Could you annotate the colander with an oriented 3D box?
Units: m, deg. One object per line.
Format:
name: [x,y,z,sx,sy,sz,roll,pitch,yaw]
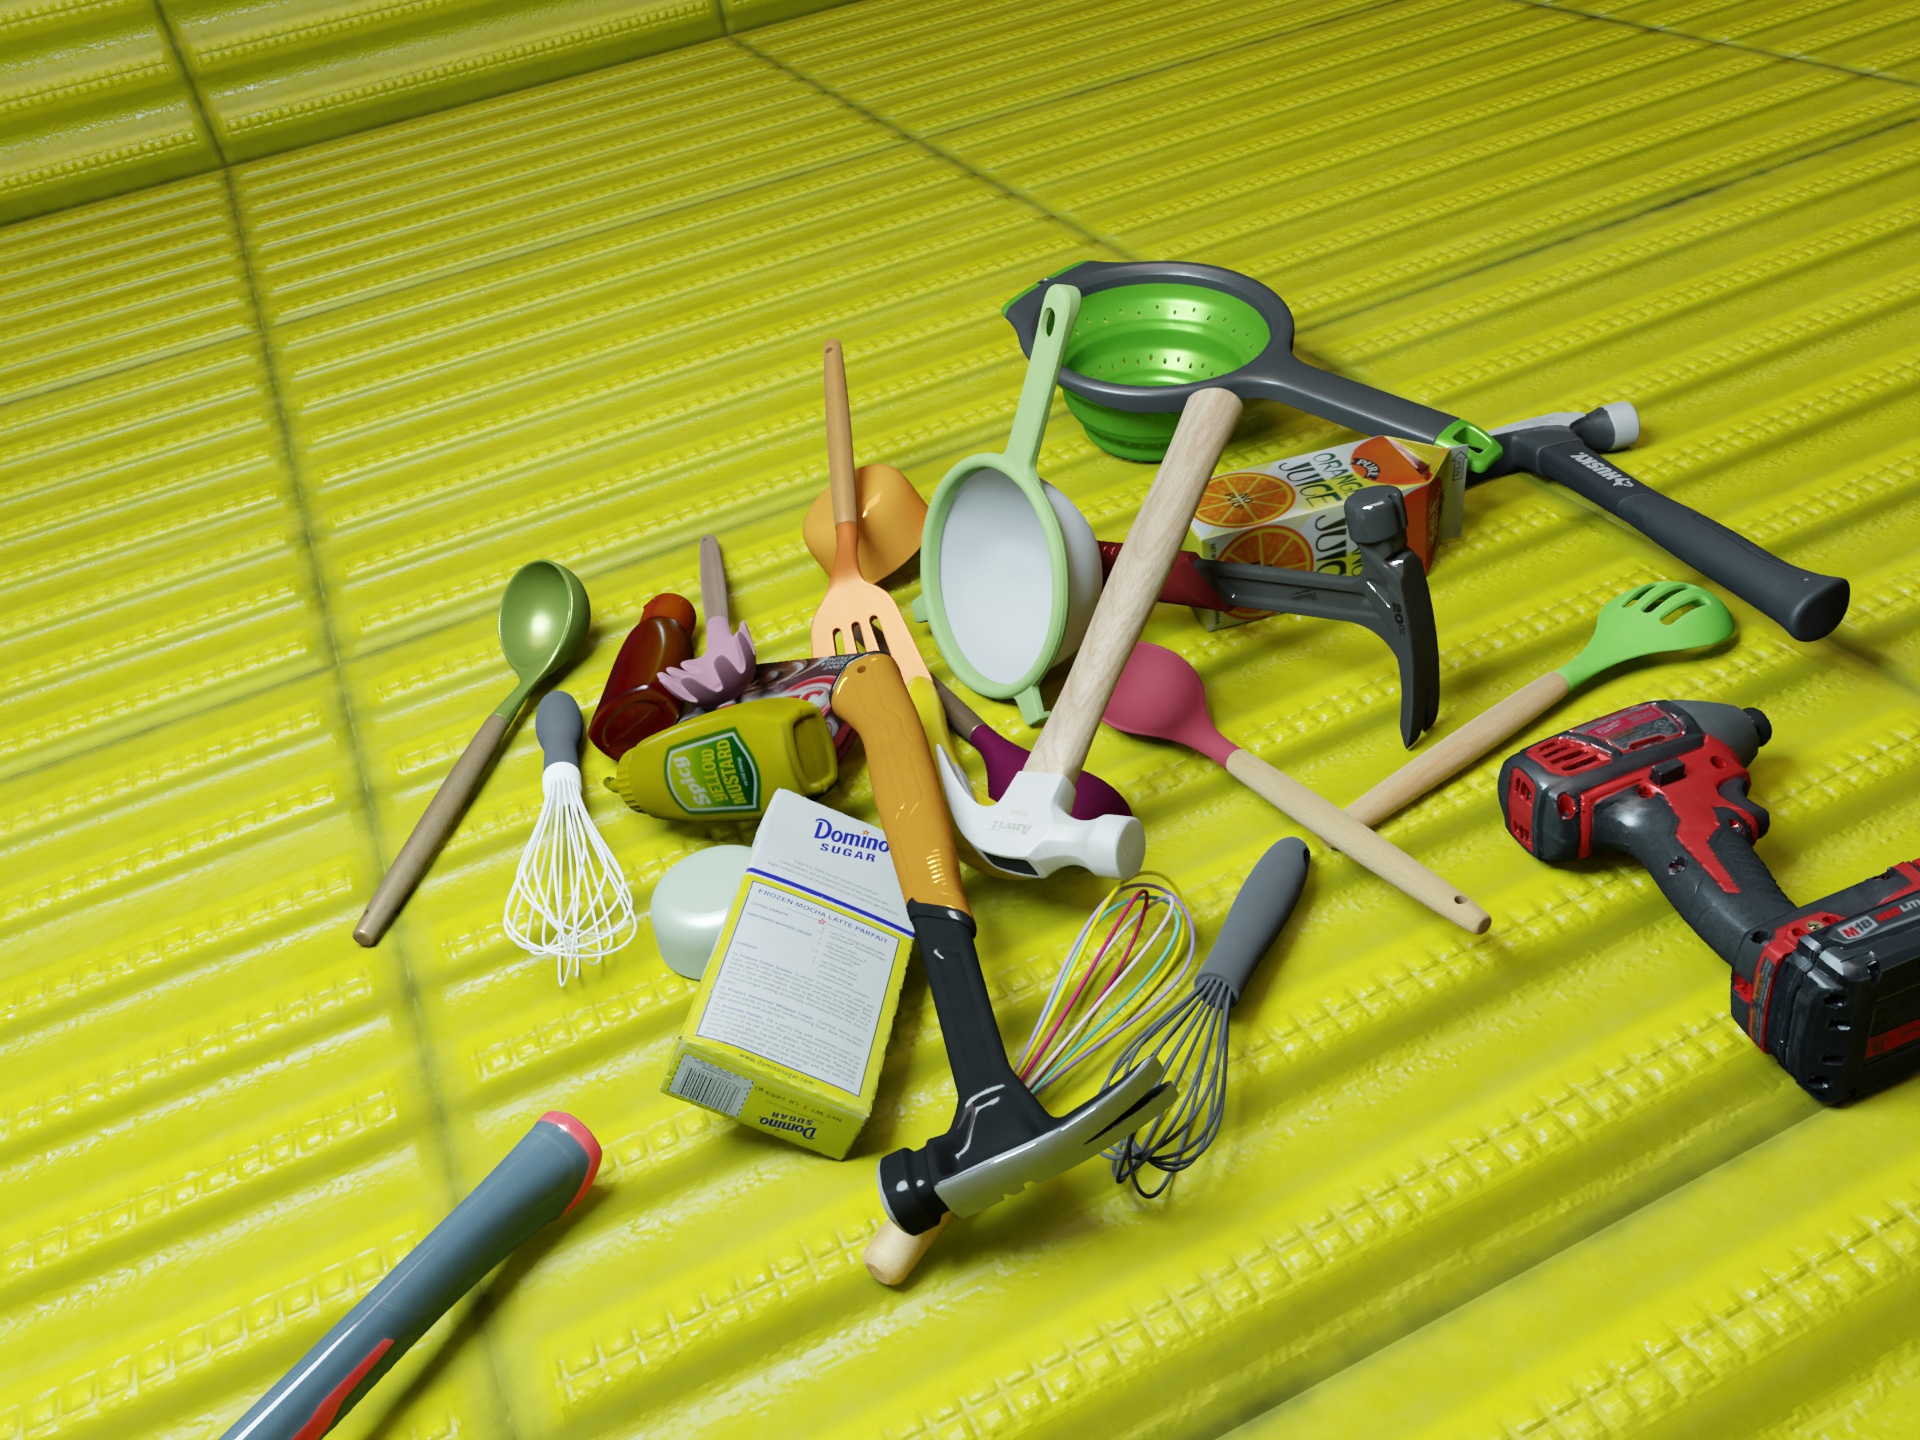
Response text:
colander: [0.207,-0.228,1.166,0.397,0.094,0.204,30,53,33]

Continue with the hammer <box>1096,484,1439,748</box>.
hammer: [0.129,-0.082,0.989,0.037,0.149,0.359,-34,31,-33]

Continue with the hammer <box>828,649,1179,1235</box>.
hammer: [-0.007,0.074,0.760,0.127,0.034,0.337,-27,41,6]

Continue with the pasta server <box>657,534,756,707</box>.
pasta server: [-0.166,-0.078,1.054,0.060,0.040,0.316,-31,25,4]

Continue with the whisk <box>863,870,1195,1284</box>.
whisk: [0.034,0.155,0.728,0.051,0.047,0.245,19,49,33]

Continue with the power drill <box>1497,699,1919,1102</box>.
power drill: [0.372,0.063,0.742,0.143,0.078,0.220,-18,34,-11]

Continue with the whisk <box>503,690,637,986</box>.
whisk: [-0.231,0.055,0.926,0.070,0.070,0.285,-16,31,-7]

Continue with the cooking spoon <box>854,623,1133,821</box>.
cooking spoon: [-0.002,-0.003,0.970,0.069,0.017,0.319,-27,39,-19]

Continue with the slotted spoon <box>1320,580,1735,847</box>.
slotted spoon: [0.319,-0.009,0.890,0.314,0.031,0.070,-29,37,-21]

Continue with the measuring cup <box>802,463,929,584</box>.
measuring cup: [-0.035,-0.151,1.095,0.173,0.052,0.095,-18,36,33]

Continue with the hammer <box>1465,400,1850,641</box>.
hammer: [0.421,-0.126,0.978,0.146,0.035,0.335,-13,28,-3]

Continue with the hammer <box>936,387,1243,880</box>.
hammer: [0.087,-0.059,0.871,0.130,0.031,0.331,3,54,36]

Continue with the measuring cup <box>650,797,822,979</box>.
measuring cup: [-0.113,0.071,0.880,0.083,0.038,0.168,5,40,20]

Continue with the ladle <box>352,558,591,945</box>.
ladle: [-0.311,0.011,1.001,0.078,0.062,0.320,-25,30,32]

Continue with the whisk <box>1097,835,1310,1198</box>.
whisk: [0.122,0.128,0.743,0.055,0.055,0.239,10,36,26]

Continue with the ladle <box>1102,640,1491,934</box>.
ladle: [0.166,0.031,0.856,0.069,0.031,0.316,-29,36,-17]

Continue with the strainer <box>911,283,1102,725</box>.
strainer: [0.052,-0.136,0.964,0.069,0.256,0.152,-7,34,-34]

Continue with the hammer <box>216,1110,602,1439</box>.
hammer: [-0.275,0.273,0.580,0.038,0.143,0.386,16,39,27]

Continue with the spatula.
spatula: [-0.074,-0.140,1.064,0.081,0.041,0.323,-18,52,15]
